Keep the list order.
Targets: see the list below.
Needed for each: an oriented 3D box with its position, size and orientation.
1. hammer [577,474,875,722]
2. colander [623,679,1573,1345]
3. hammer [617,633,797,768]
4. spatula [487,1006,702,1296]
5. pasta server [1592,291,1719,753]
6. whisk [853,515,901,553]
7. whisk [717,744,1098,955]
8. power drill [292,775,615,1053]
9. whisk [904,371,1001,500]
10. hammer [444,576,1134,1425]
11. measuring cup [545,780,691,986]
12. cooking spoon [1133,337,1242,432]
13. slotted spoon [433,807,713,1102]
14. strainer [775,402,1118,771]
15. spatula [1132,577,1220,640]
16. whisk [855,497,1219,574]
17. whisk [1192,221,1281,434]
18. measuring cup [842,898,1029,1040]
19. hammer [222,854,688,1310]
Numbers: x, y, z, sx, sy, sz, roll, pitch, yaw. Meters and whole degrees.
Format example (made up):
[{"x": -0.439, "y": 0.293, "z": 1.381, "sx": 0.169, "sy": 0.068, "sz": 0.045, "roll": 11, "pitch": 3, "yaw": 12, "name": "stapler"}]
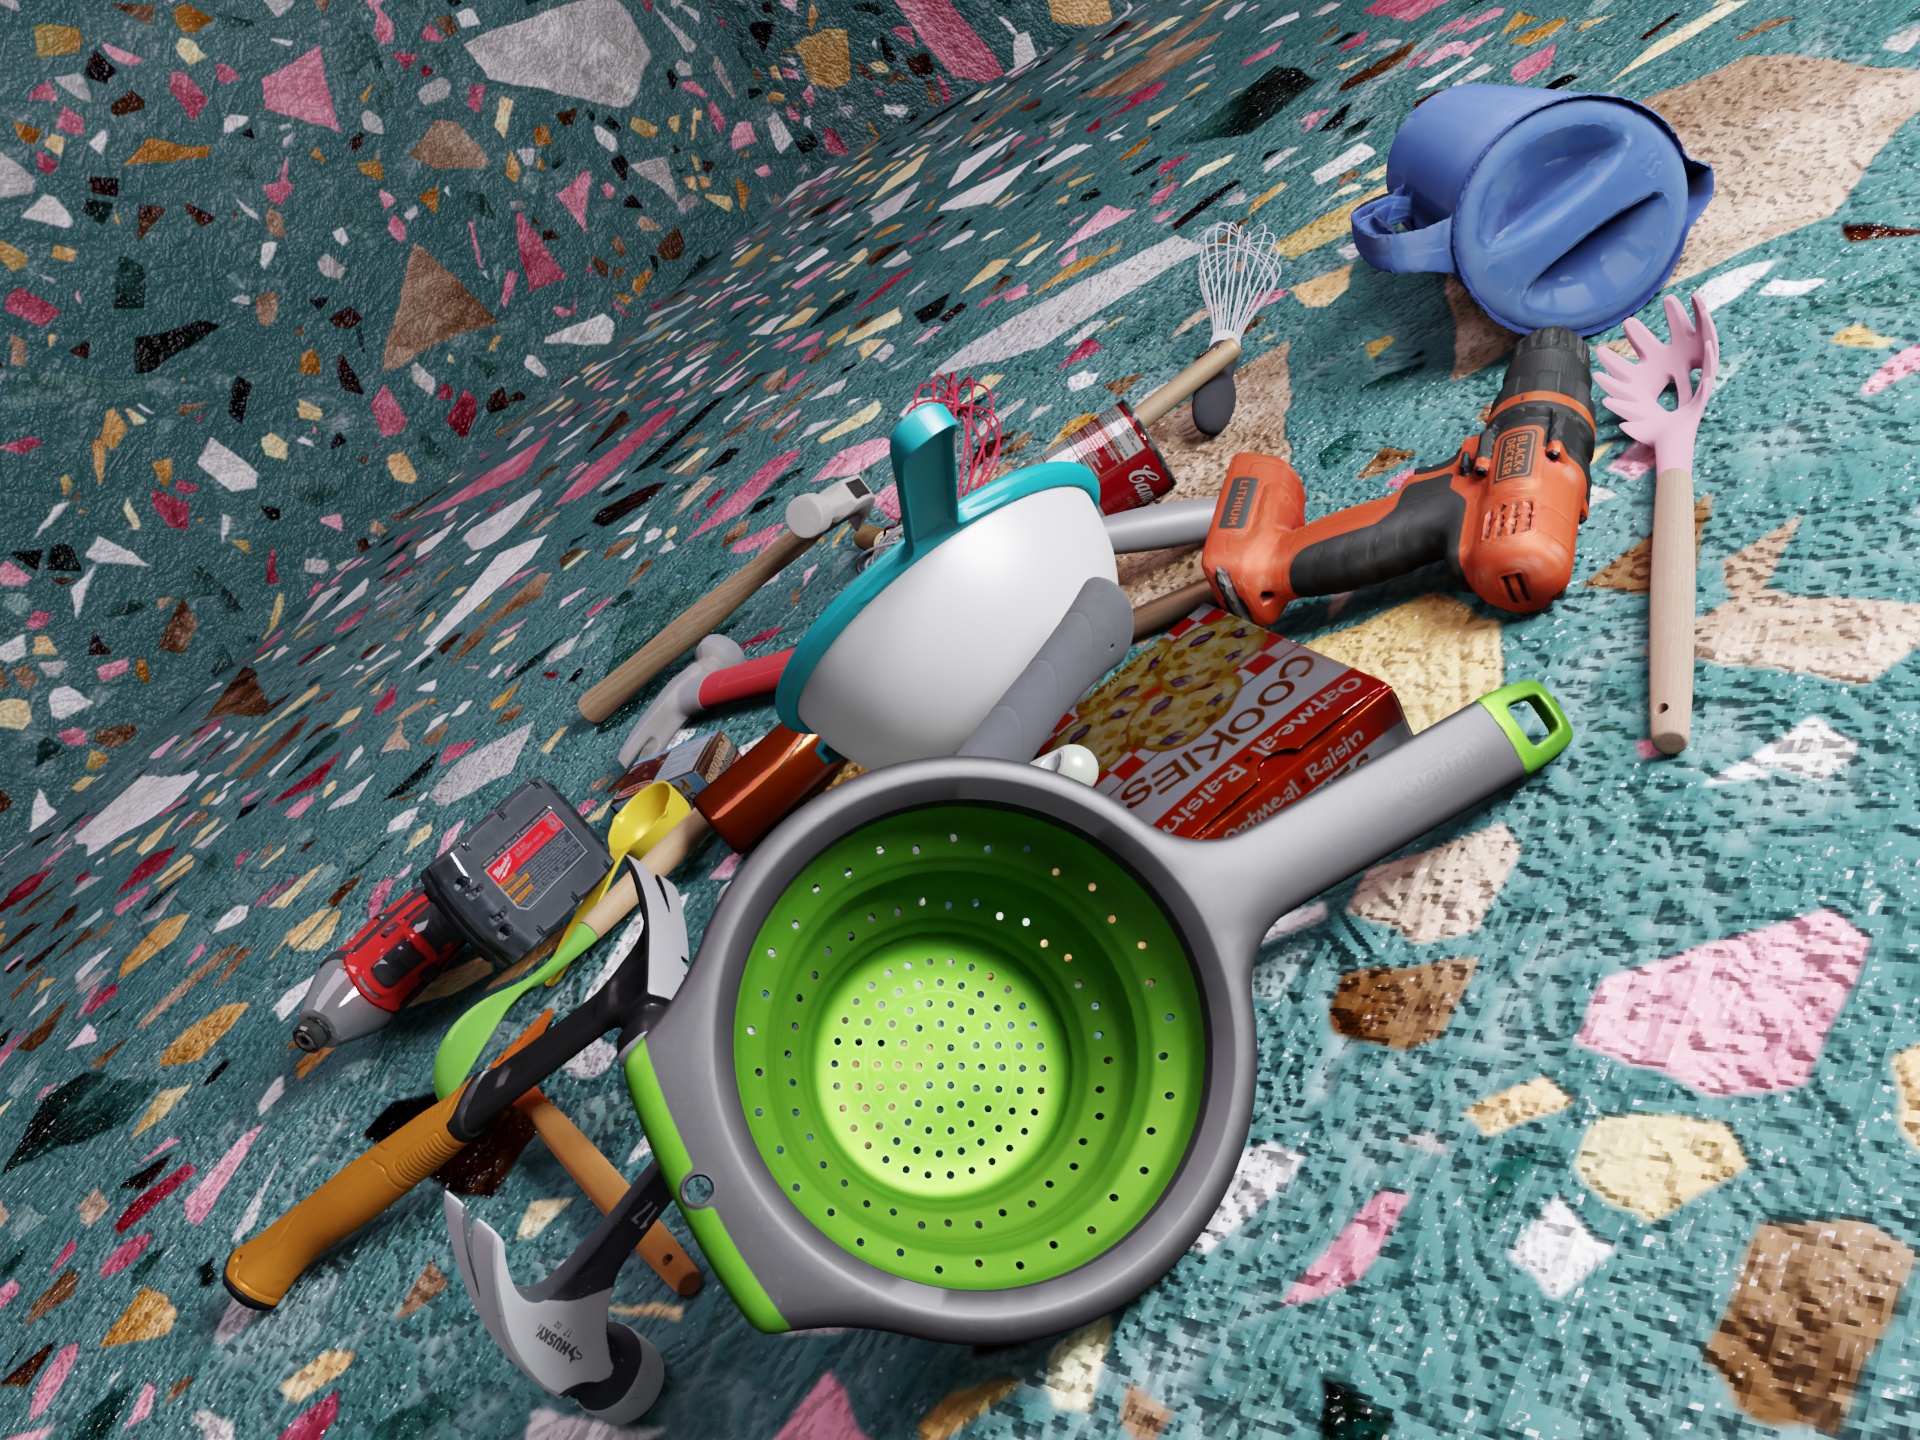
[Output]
[{"x": -0.191, "y": -0.091, "z": 1.257, "sx": 0.331, "sy": 0.031, "sz": 0.130, "roll": -34, "pitch": 2, "yaw": 30, "name": "hammer"}, {"x": 0.069, "y": 0.089, "z": 0.620, "sx": 0.397, "sy": 0.205, "sz": 0.094, "roll": -26, "pitch": -13, "yaw": -18, "name": "colander"}, {"x": -0.079, "y": -0.038, "z": 1.093, "sx": 0.386, "sy": 0.038, "sz": 0.143, "roll": -13, "pitch": 34, "yaw": 39, "name": "hammer"}, {"x": -0.198, "y": 0.217, "z": 0.813, "sx": 0.081, "sy": 0.041, "sz": 0.323, "roll": -45, "pitch": 31, "yaw": -17, "name": "spatula"}, {"x": 0.316, "y": -0.098, "z": 0.714, "sx": 0.060, "sy": 0.040, "sz": 0.316, "roll": -30, "pitch": 24, "yaw": 41, "name": "pasta server"}, {"x": -0.051, "y": -0.135, "z": 1.195, "sx": 0.051, "sy": 0.047, "sz": 0.245, "roll": -45, "pitch": 16, "yaw": -3, "name": "whisk"}, {"x": -0.031, "y": 0.065, "z": 0.804, "sx": 0.246, "sy": 0.059, "sz": 0.058, "roll": -27, "pitch": 42, "yaw": 33, "name": "whisk"}, {"x": -0.334, "y": 0.134, "z": 1.016, "sx": 0.219, "sy": 0.078, "sz": 0.143, "roll": -32, "pitch": 11, "yaw": 34, "name": "power drill"}, {"x": -0.005, "y": -0.148, "z": 1.071, "sx": 0.073, "sy": 0.073, "sz": 0.296, "roll": -25, "pitch": 38, "yaw": 20, "name": "whisk"}, {"x": -0.049, "y": 0.090, "z": 0.664, "sx": 0.036, "sy": 0.149, "sz": 0.409, "roll": 23, "pitch": 63, "yaw": 34, "name": "hammer"}, {"x": -0.223, "y": 0.110, "z": 1.036, "sx": 0.062, "sy": 0.029, "sz": 0.157, "roll": -9, "pitch": 47, "yaw": 45, "name": "measuring cup"}, {"x": 0.066, "y": -0.167, "z": 1.130, "sx": 0.319, "sy": 0.017, "sz": 0.069, "roll": -36, "pitch": 24, "yaw": 16, "name": "cooking spoon"}, {"x": -0.214, "y": 0.114, "z": 0.988, "sx": 0.314, "sy": 0.031, "sz": 0.070, "roll": -47, "pitch": 2, "yaw": -34, "name": "slotted spoon"}, {"x": 0.012, "y": -0.047, "z": 0.776, "sx": 0.211, "sy": 0.095, "sz": 0.340, "roll": -36, "pitch": -12, "yaw": -7, "name": "strainer"}, {"x": 0.082, "y": -0.049, "z": 0.936, "sx": 0.316, "sy": 0.018, "sz": 0.060, "roll": -23, "pitch": 31, "yaw": 26, "name": "spatula"}, {"x": 0.055, "y": -0.108, "z": 0.958, "sx": 0.239, "sy": 0.055, "sz": 0.055, "roll": -10, "pitch": 25, "yaw": -5, "name": "whisk"}, {"x": 0.201, "y": -0.293, "z": 1.186, "sx": 0.070, "sy": 0.070, "sz": 0.285, "roll": -19, "pitch": 34, "yaw": 30, "name": "whisk"}, {"x": -0.003, "y": 0.110, "z": 0.742, "sx": 0.167, "sy": 0.038, "sz": 0.083, "roll": -14, "pitch": 32, "yaw": 33, "name": "measuring cup"}, {"x": -0.269, "y": 0.207, "z": 0.834, "sx": 0.337, "sy": 0.034, "sz": 0.127, "roll": -37, "pitch": 37, "yaw": 17, "name": "hammer"}]
